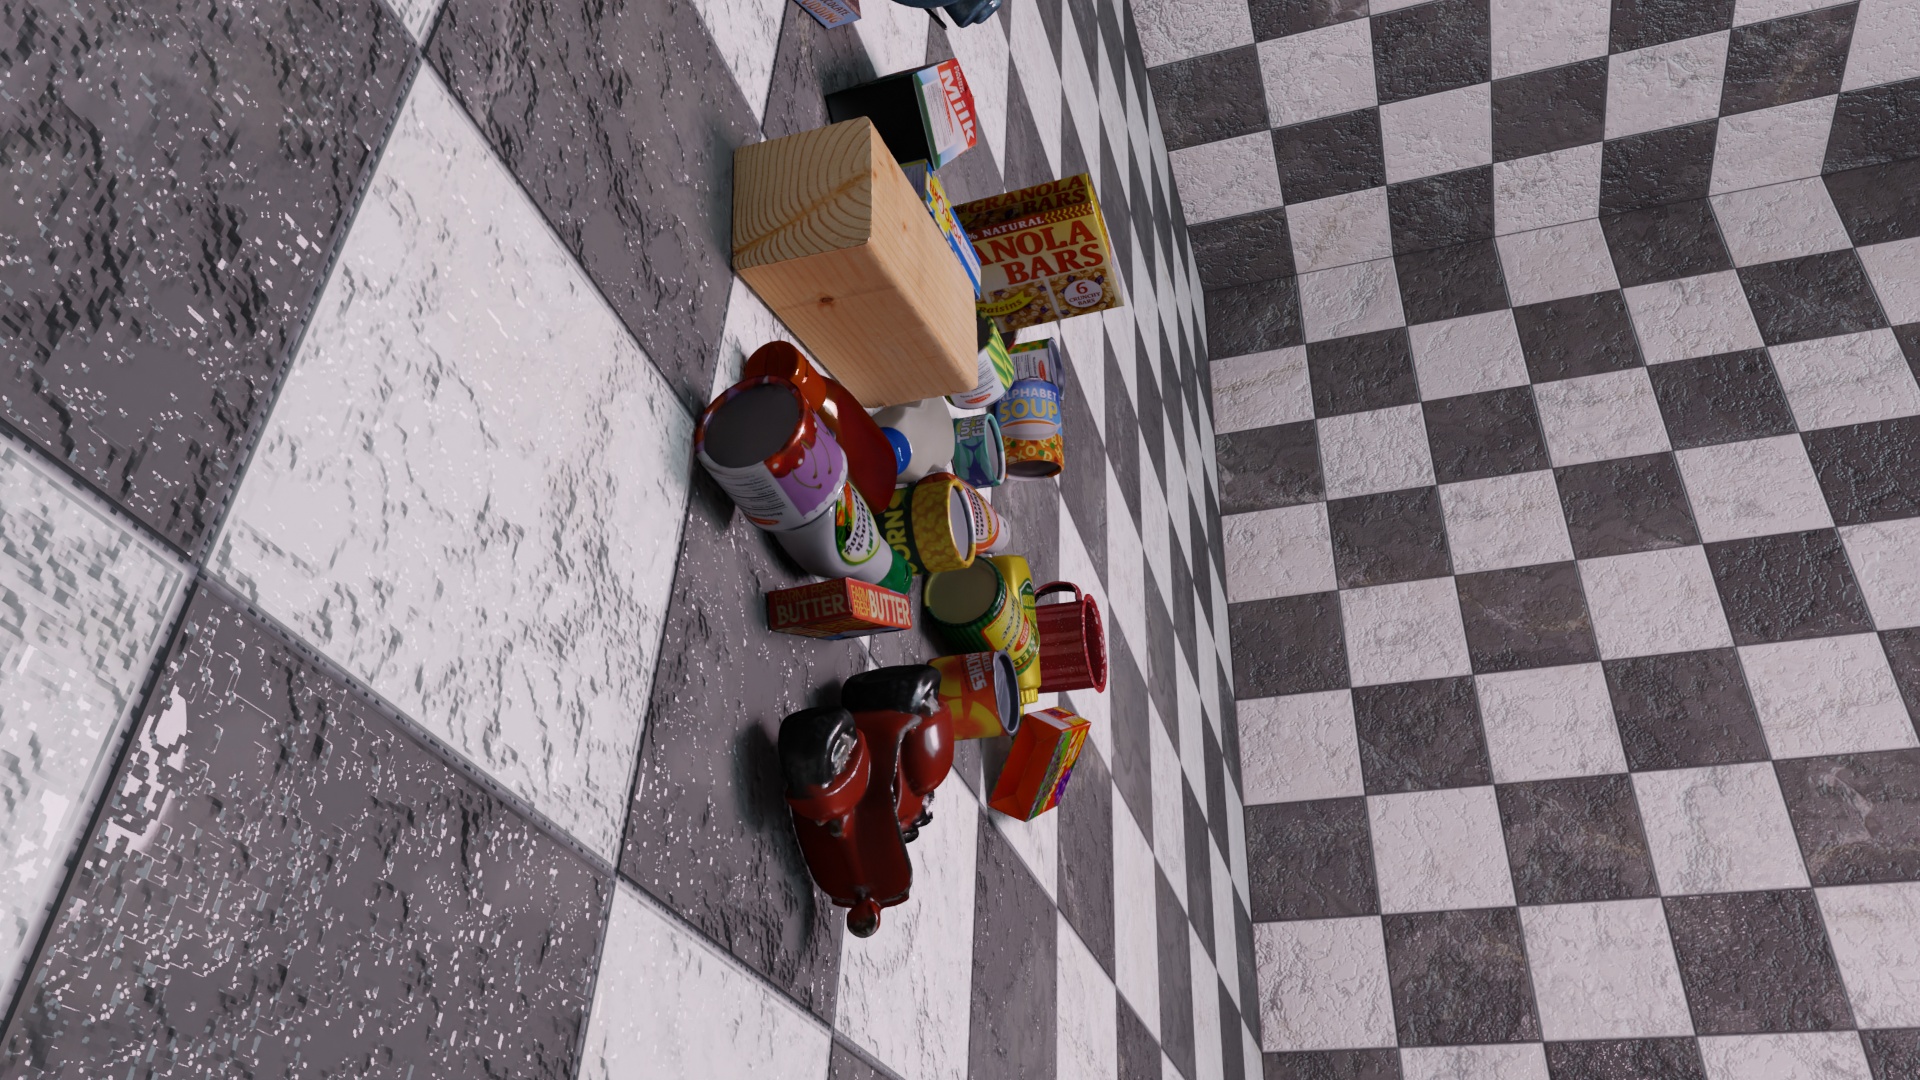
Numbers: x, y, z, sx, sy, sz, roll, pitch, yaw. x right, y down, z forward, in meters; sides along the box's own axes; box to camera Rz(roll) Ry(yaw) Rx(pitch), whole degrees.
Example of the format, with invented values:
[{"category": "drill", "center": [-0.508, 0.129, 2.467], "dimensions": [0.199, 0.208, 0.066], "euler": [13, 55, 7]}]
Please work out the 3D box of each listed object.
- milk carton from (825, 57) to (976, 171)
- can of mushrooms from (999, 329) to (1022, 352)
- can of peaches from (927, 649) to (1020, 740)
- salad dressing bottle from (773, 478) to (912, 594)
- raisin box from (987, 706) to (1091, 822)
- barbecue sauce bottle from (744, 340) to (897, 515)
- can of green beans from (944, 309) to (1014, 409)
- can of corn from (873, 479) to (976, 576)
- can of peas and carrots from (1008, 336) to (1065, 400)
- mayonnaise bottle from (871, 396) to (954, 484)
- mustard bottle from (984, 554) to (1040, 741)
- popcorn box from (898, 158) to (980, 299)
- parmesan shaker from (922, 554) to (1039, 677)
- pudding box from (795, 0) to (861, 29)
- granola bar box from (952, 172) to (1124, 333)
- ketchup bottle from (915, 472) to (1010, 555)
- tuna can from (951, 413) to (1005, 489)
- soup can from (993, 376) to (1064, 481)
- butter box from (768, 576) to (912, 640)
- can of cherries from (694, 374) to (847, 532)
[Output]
[{"category": "milk carton", "center": [-0.039, -0.338, 1.110], "dimensions": [0.191, 0.072, 0.073], "euler": [-60, 139, -63]}, {"category": "can of mushrooms", "center": [0.025, -0.198, 1.264], "dimensions": [0.034, 0.071, 0.070], "euler": [-69, 147, -58]}, {"category": "can of peaches", "center": [0.009, 0.117, 1.061], "dimensions": [0.071, 0.058, 0.071], "euler": [-10, 91, -73]}, {"category": "salad dressing bottle", "center": [-0.072, 0.001, 0.873], "dimensions": [0.147, 0.044, 0.064], "euler": [48, 39, -62]}, {"category": "raisin box", "center": [0.070, 0.193, 1.208], "dimensions": [0.086, 0.040, 0.123], "euler": [-69, 163, 3]}, {"category": "barbecue sauce bottle", "center": [-0.085, -0.071, 0.867], "dimensions": [0.148, 0.043, 0.065], "euler": [52, 33, -59]}, {"category": "can of green beans", "center": [0.006, -0.154, 1.178], "dimensions": [0.057, 0.071, 0.071], "euler": [60, 26, -51]}, {"category": "can of corn", "center": [-0.026, -0.007, 1.006], "dimensions": [0.071, 0.058, 0.071], "euler": [-10, 91, -74]}, {"category": "can of peas and carrots", "center": [0.072, -0.171, 1.422], "dimensions": [0.071, 0.058, 0.071], "euler": [-10, 91, -74]}, {"category": "mayonnaise bottle", "center": [-0.043, -0.072, 1.017], "dimensions": [0.148, 0.041, 0.064], "euler": [-42, 121, -69]}, {"category": "mustard bottle", "center": [0.043, 0.093, 1.205], "dimensions": [0.065, 0.049, 0.160], "euler": [9, 73, -70]}, {"category": "popcorn box", "center": [-0.043, -0.215, 1.007], "dimensions": [0.126, 0.085, 0.038], "euler": [53, 34, -60]}, {"category": "parmesan shaker", "center": [0.016, 0.065, 1.103], "dimensions": [0.102, 0.071, 0.071], "euler": [57, 29, -55]}, {"category": "pudding box", "center": [-0.102, -0.411, 1.006], "dimensions": [0.084, 0.030, 0.049], "euler": [-4, 85, -74]}, {"category": "granola bar box", "center": [0.044, -0.234, 1.169], "dimensions": [0.123, 0.165, 0.039], "euler": [61, 24, -51]}, {"category": "ketchup bottle", "center": [0.004, -0.014, 1.139], "dimensions": [0.149, 0.043, 0.065], "euler": [22, 55, -72]}, {"category": "tuna can", "center": [0.015, -0.080, 1.229], "dimensions": [0.071, 0.033, 0.071], "euler": [-9, 91, -74]}, {"category": "soup can", "center": [0.066, -0.108, 1.353], "dimensions": [0.071, 0.071, 0.084], "euler": [41, 43, -66]}, {"category": "butter box", "center": [-0.071, 0.043, 0.838], "dimensions": [0.103, 0.053, 0.024], "euler": [25, 56, -71]}, {"category": "can of cherries", "center": [-0.102, -0.049, 0.756], "dimensions": [0.058, 0.071, 0.072], "euler": [58, 28, -52]}]
